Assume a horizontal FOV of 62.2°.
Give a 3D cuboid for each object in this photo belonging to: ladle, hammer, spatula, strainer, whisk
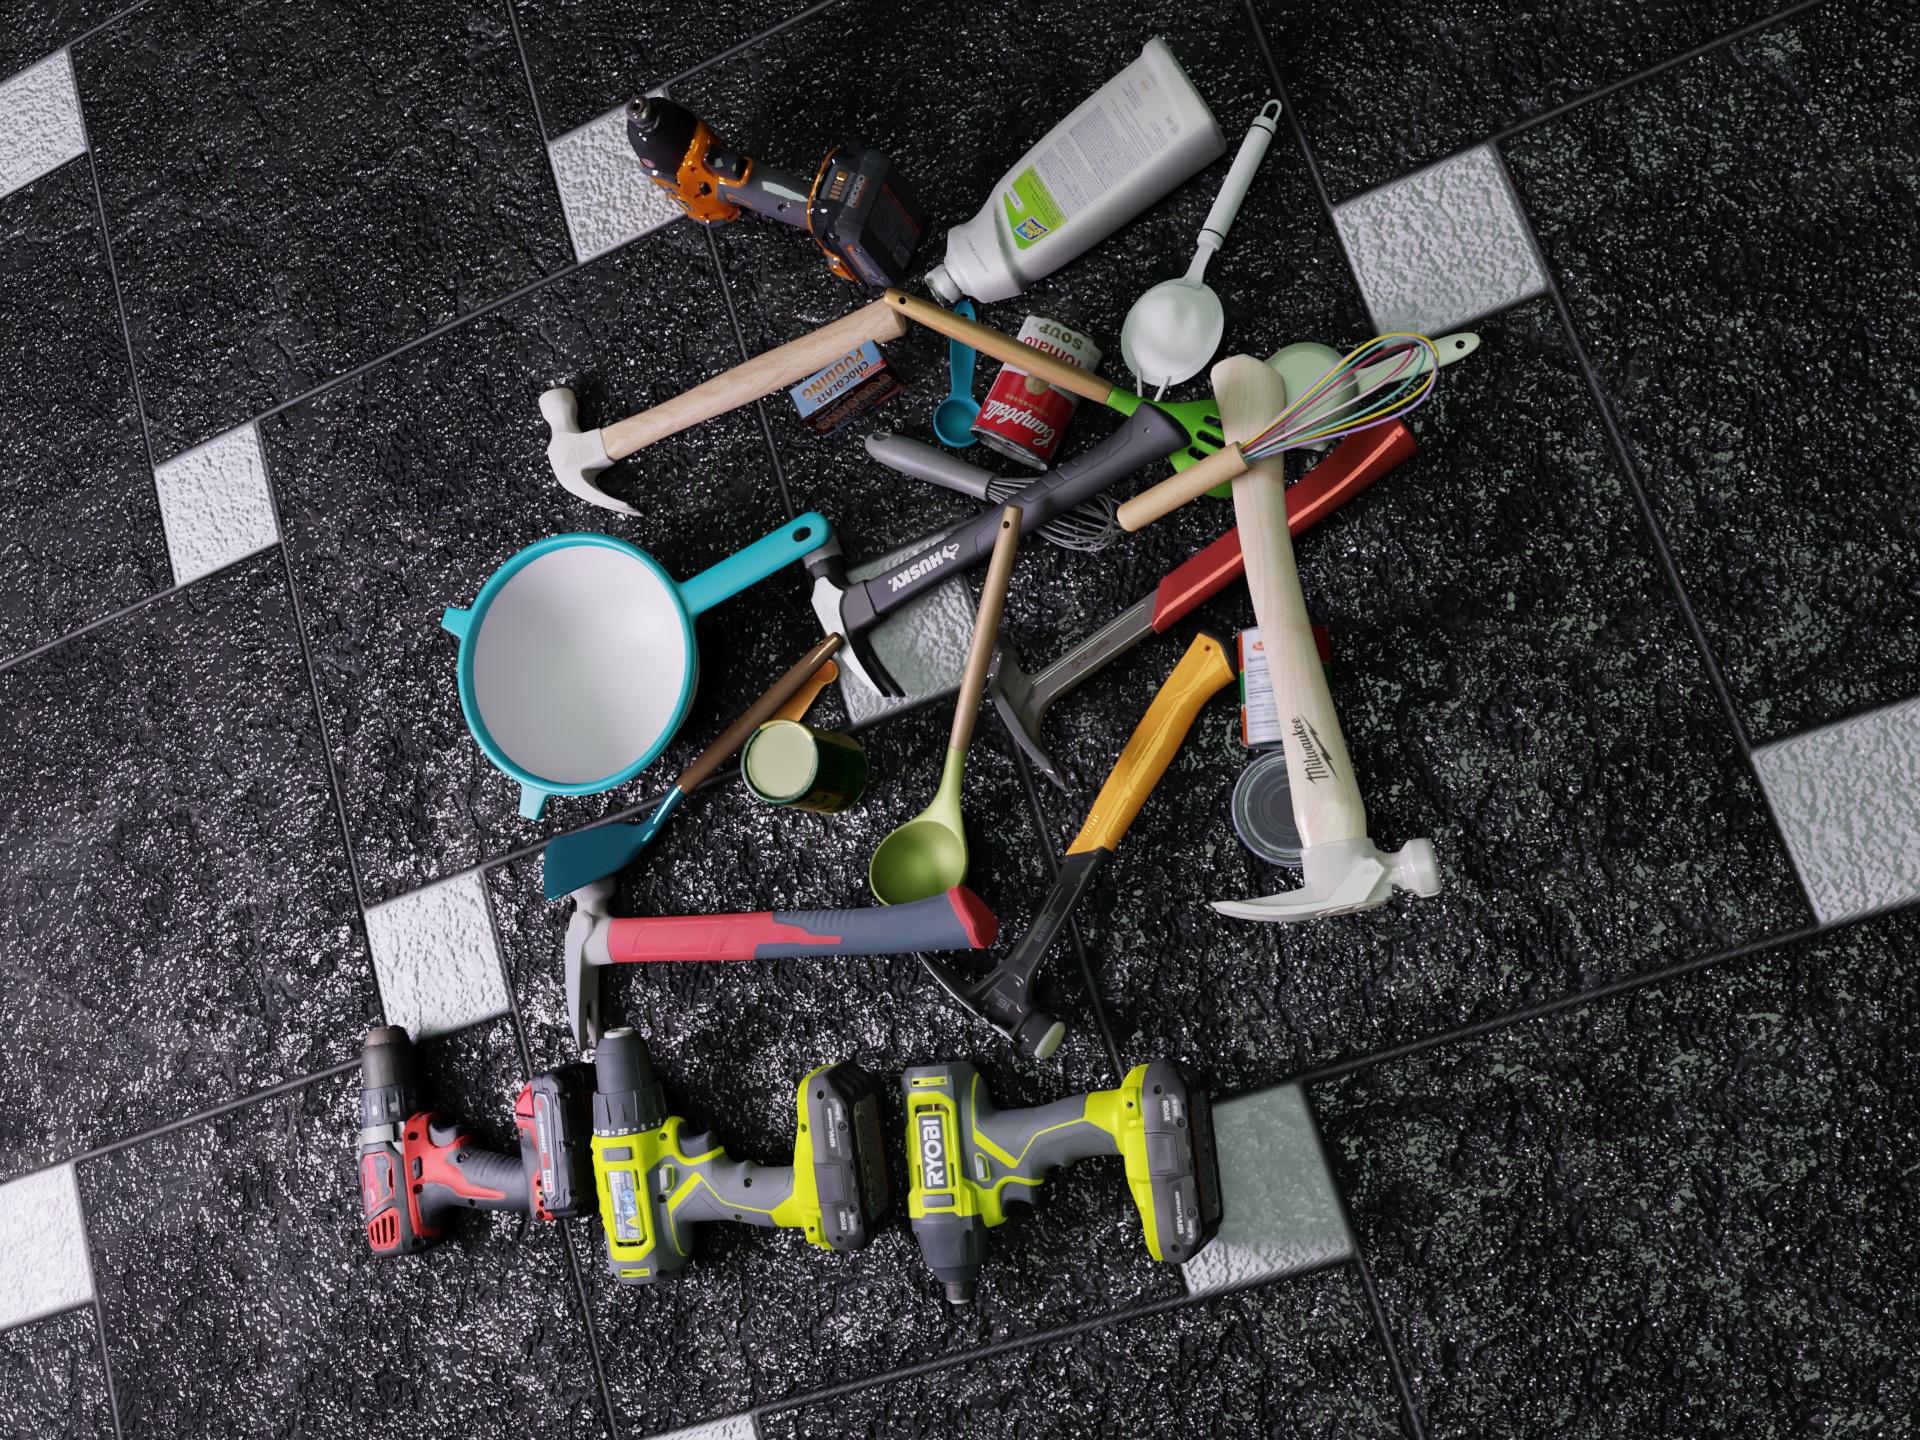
[{"bbox_3d":[-0.002,-0.004,1.186,0.078,0.062,0.320,21,106,29],"label":"ladle"},{"bbox_3d":[0.181,-0.099,1.170,0.359,0.036,0.149,-35,49,7],"label":"hammer"},{"bbox_3d":[-0.215,0.033,1.280,0.317,0.044,0.082,-43,31,13],"label":"spatula"},{"bbox_3d":[0.187,-0.363,1.222,0.087,0.050,0.258,24,87,33],"label":"strainer"},{"bbox_3d":[0.101,0.077,1.188,0.127,0.034,0.337,32,91,29],"label":"hammer"},{"bbox_3d":[0.215,-0.066,1.102,0.146,0.038,0.411,-12,70,14],"label":"hammer"},{"bbox_3d":[0.025,-0.186,1.248,0.239,0.055,0.055,24,91,24],"label":"whisk"},{"bbox_3d":[0.027,-0.139,1.203,0.335,0.035,0.146,-27,77,28],"label":"hammer"},{"bbox_3d":[-0.198,-0.273,1.336,0.331,0.031,0.130,-20,77,14],"label":"hammer"},{"bbox_3d":[0.212,-0.197,1.094,0.245,0.047,0.051,-27,62,27],"label":"whisk"},{"bbox_3d":[-0.241,-0.072,1.292,0.340,0.095,0.211,-28,78,10],"label":"strainer"},{"bbox_3d":[-0.148,0.181,1.222,0.386,0.038,0.143,-6,82,28],"label":"hammer"}]

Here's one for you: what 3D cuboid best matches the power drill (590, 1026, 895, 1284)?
[{"bbox_3d":[-0.177,0.325,1.218,0.228,0.080,0.190,-8,89,16],"label":"power drill"}]

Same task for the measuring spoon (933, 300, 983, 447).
[{"bbox_3d":[0.000,-0.277,1.283,0.042,0.021,0.129,4,74,-6],"label":"measuring spoon"}]

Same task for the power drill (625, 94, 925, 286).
[{"bbox_3d":[-0.157,-0.433,1.275,0.226,0.164,0.084,22,90,17],"label":"power drill"}]

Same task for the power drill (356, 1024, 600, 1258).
[{"bbox_3d":[-0.396,0.332,1.301,0.227,0.080,0.188,-13,79,19],"label":"power drill"}]

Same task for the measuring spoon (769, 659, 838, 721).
[{"bbox_3d":[-0.138,-0.003,1.295,0.021,0.011,0.117,43,100,17],"label":"measuring spoon"}]

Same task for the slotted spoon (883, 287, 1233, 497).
[{"bbox_3d":[0.087,-0.251,1.185,0.313,0.031,0.070,24,91,-1],"label":"slotted spoon"}]

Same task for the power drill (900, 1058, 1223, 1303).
[{"bbox_3d":[0.069,0.330,1.152,0.223,0.080,0.171,-9,80,20],"label":"power drill"}]

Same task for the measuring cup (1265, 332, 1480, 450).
[{"bbox_3d":[0.297,-0.256,1.170,0.167,0.038,0.083,-17,78,17],"label":"measuring cup"}]
